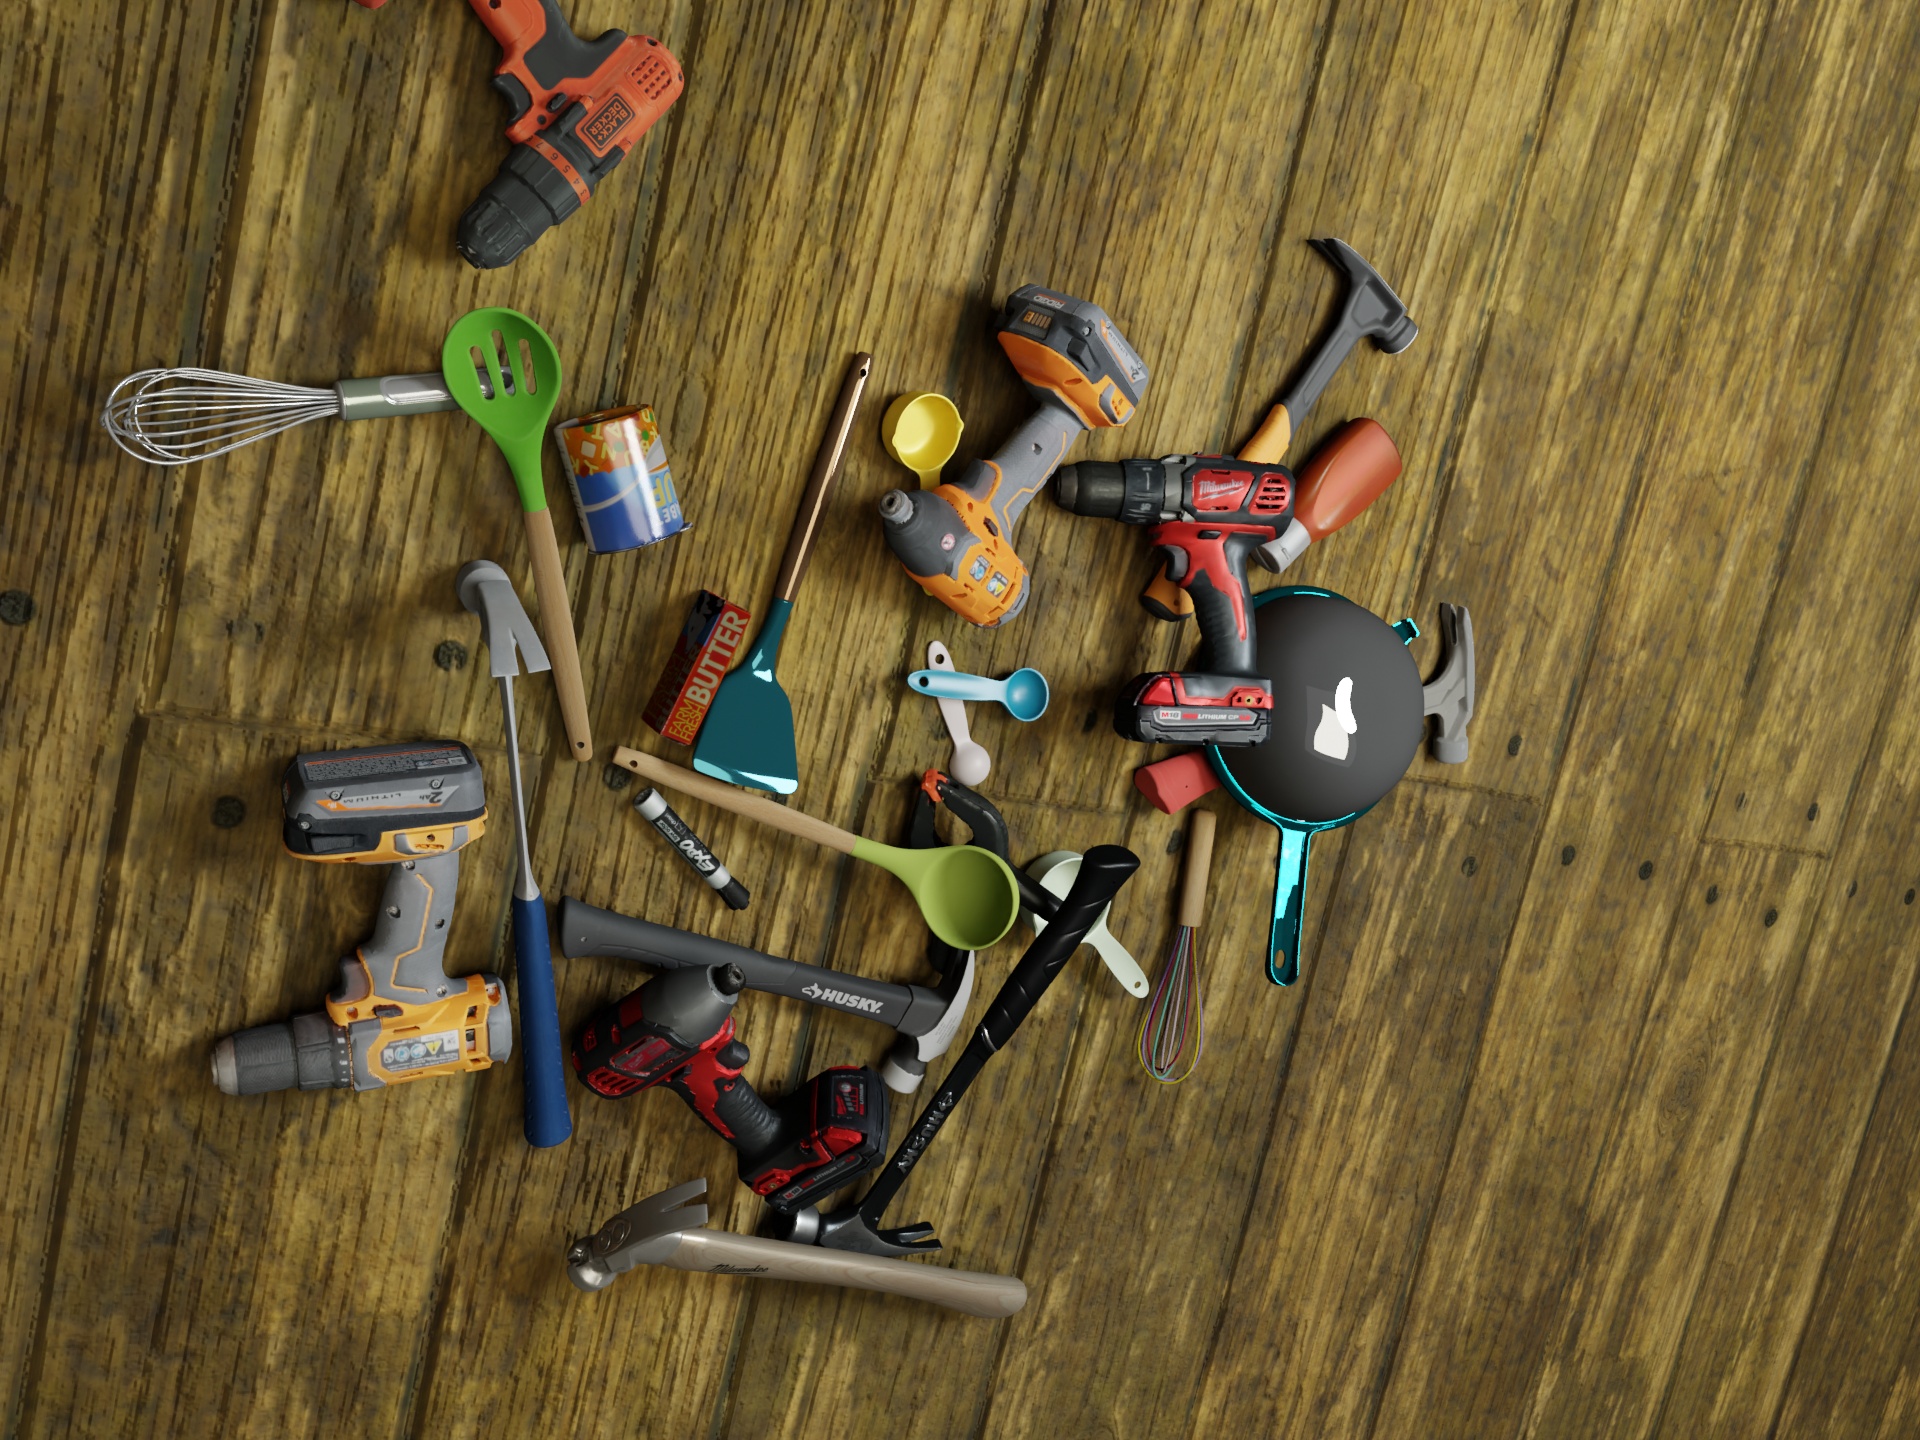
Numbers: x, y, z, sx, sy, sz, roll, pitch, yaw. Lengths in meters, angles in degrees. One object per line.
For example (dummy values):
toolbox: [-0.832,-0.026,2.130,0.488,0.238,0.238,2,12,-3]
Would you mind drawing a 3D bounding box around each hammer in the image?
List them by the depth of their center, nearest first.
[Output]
hammer: [-0.288,0.107,1.054,0.035,0.144,0.405,-9,114,-23]
hammer: [-0.141,0.184,1.182,0.334,0.035,0.146,20,109,-28]
hammer: [-0.091,0.422,1.235,0.410,0.038,0.146,25,132,-39]
hammer: [0.016,0.266,1.247,0.149,0.036,0.409,25,106,-34]
hammer: [0.247,-0.228,1.300,0.127,0.034,0.337,37,84,-32]
hammer: [0.310,0.004,1.394,0.359,0.037,0.149,-15,109,-25]

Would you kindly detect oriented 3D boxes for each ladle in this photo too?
ladle: [-0.101,0.086,1.153,0.320,0.062,0.078,23,103,-20]

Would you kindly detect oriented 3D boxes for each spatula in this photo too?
spatula: [-0.112,-0.108,1.130,0.082,0.044,0.317,17,94,-27]

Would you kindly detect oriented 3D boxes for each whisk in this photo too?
whisk: [-0.383,-0.193,0.960,0.246,0.059,0.058,-13,81,-30]
whisk: [0.190,0.197,1.379,0.051,0.047,0.245,3,98,-41]

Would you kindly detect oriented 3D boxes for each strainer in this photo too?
strainer: [0.299,0.049,1.306,0.211,0.095,0.340,12,80,-20]

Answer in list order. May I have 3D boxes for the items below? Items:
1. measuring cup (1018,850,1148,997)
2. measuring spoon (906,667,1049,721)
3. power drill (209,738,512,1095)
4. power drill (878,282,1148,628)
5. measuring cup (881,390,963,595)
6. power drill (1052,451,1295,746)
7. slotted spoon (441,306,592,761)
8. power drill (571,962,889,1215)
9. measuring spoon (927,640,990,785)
measuring cup: [0.106,0.174,1.327,0.083,0.038,0.167,-45,121,-11]
measuring spoon: [0.011,-0.024,1.229,0.128,0.021,0.042,7,86,-31]
power drill: [-0.389,0.136,1.024,0.185,0.084,0.226,-7,110,-25]
power drill: [0.031,-0.192,1.140,0.226,0.084,0.164,-60,146,-2]
measuring cup: [-0.030,-0.168,1.175,0.062,0.029,0.156,-19,124,-30]
power drill: [0.162,-0.096,1.235,0.188,0.080,0.227,2,91,-8]
slotted spoon: [-0.273,-0.113,1.029,0.070,0.031,0.313,-9,117,-8]
power drill: [-0.157,0.259,1.155,0.143,0.079,0.219,-35,121,21]
measuring spoon: [-0.002,-0.004,1.231,0.034,0.018,0.124,-25,113,-21]
